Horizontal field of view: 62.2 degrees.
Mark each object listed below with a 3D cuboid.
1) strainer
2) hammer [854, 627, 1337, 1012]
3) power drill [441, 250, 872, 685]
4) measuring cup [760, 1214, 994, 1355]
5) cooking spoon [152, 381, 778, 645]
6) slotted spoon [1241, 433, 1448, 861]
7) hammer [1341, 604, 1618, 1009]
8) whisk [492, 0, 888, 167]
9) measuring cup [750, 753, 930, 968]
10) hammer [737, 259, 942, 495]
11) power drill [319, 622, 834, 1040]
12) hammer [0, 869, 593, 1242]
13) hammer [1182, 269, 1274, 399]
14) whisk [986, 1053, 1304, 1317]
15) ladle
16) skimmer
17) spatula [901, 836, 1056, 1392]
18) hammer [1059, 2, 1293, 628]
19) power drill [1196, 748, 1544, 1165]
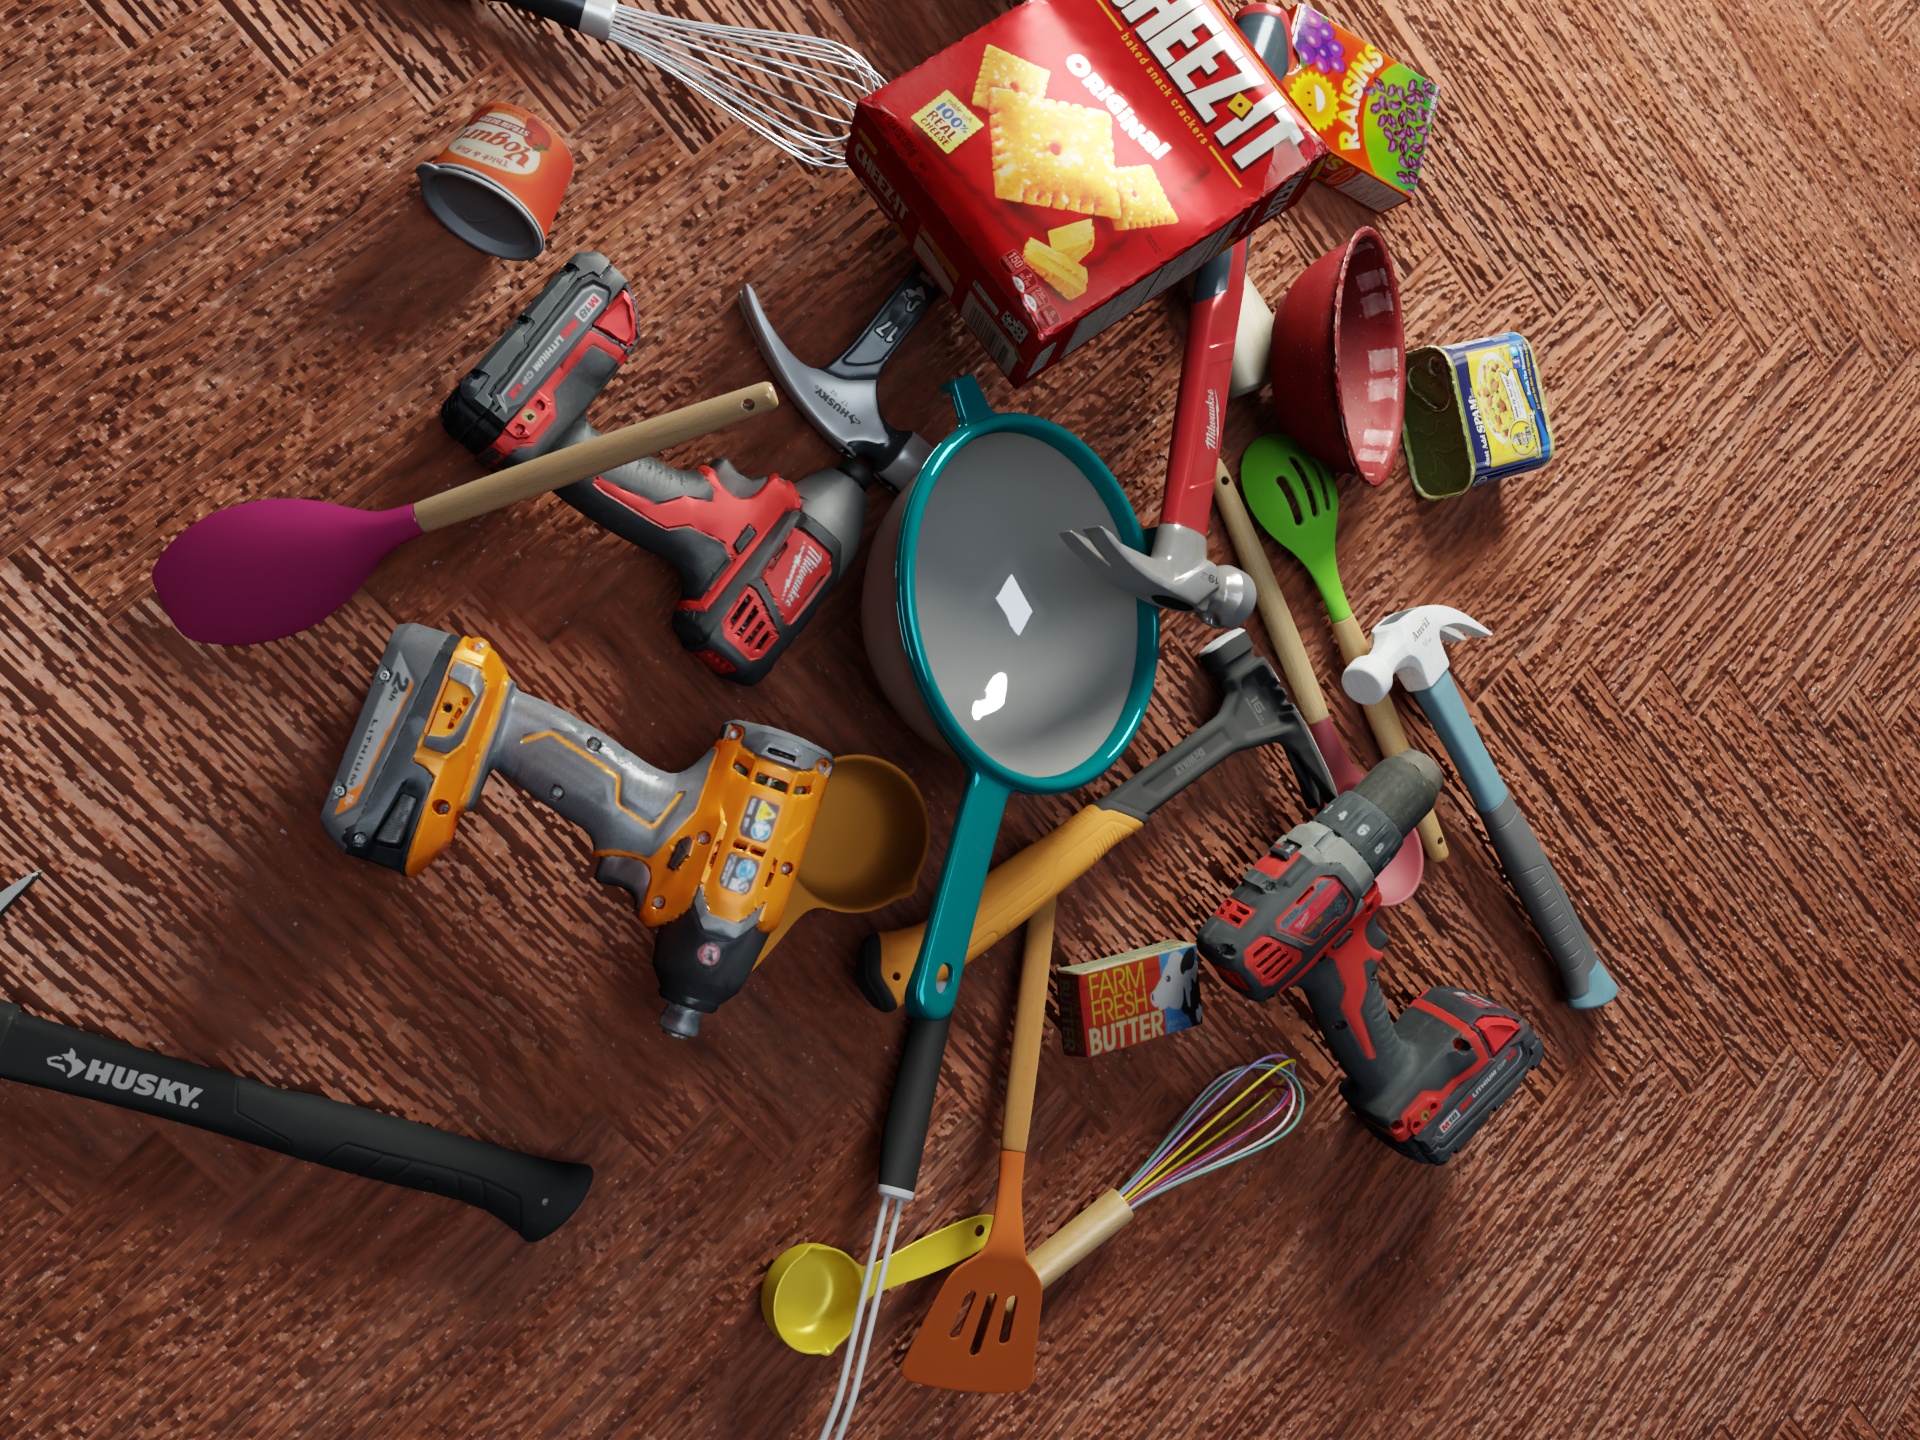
[{"bbox_3d":[-0.001,-0.003,0.882,0.210,0.095,0.340,31,65,-39],"label":"strainer"},{"bbox_3d":[0.081,0.075,0.952,0.337,0.034,0.127,-32,92,-25],"label":"hammer"},{"bbox_3d":[-0.152,-0.137,0.854,0.219,0.078,0.143,42,74,-21],"label":"power drill"},{"bbox_3d":[-0.045,0.315,0.919,0.156,0.029,0.062,-10,91,-35],"label":"measuring cup"},{"bbox_3d":[-0.241,-0.108,0.780,0.319,0.017,0.068,-19,111,0],"label":"cooking spoon"},{"bbox_3d":[0.266,-0.046,1.061,0.070,0.031,0.313,-29,101,-25],"label":"slotted spoon"},{"bbox_3d":[0.368,0.066,1.087,0.128,0.033,0.330,-43,109,-35],"label":"hammer"},{"bbox_3d":[-0.166,-0.373,0.867,0.284,0.070,0.070,15,82,-17],"label":"whisk"},{"bbox_3d":[-0.094,0.092,0.885,0.173,0.052,0.095,-46,106,-15],"label":"measuring cup"},{"bbox_3d":[0.032,-0.334,0.937,0.149,0.036,0.409,38,81,-16],"label":"hammer"},{"bbox_3d":[-0.194,0.057,0.803,0.226,0.084,0.164,19,81,-9],"label":"power drill"},{"bbox_3d":[-0.342,0.188,0.782,0.334,0.035,0.146,23,80,-22],"label":"hammer"},{"bbox_3d":[0.102,-0.396,0.994,0.146,0.038,0.410,-26,99,-21],"label":"hammer"},{"bbox_3d":[0.118,0.286,0.980,0.245,0.047,0.051,-34,90,-17],"label":"whisk"},{"bbox_3d":[0.224,-0.024,1.042,0.069,0.031,0.315,-26,97,-18],"label":"ladle"},{"bbox_3d":[-0.027,0.319,0.854,0.127,0.090,0.363,32,63,-42],"label":"skimmer"},{"bbox_3d":[0.030,0.228,0.938,0.081,0.041,0.323,13,75,-17],"label":"spatula"},{"bbox_3d":[0.144,-0.258,0.948,0.143,0.038,0.386,19,76,-41],"label":"hammer"},{"bbox_3d":[0.273,0.147,1.006,0.188,0.080,0.226,-44,111,-9],"label":"power drill"}]
